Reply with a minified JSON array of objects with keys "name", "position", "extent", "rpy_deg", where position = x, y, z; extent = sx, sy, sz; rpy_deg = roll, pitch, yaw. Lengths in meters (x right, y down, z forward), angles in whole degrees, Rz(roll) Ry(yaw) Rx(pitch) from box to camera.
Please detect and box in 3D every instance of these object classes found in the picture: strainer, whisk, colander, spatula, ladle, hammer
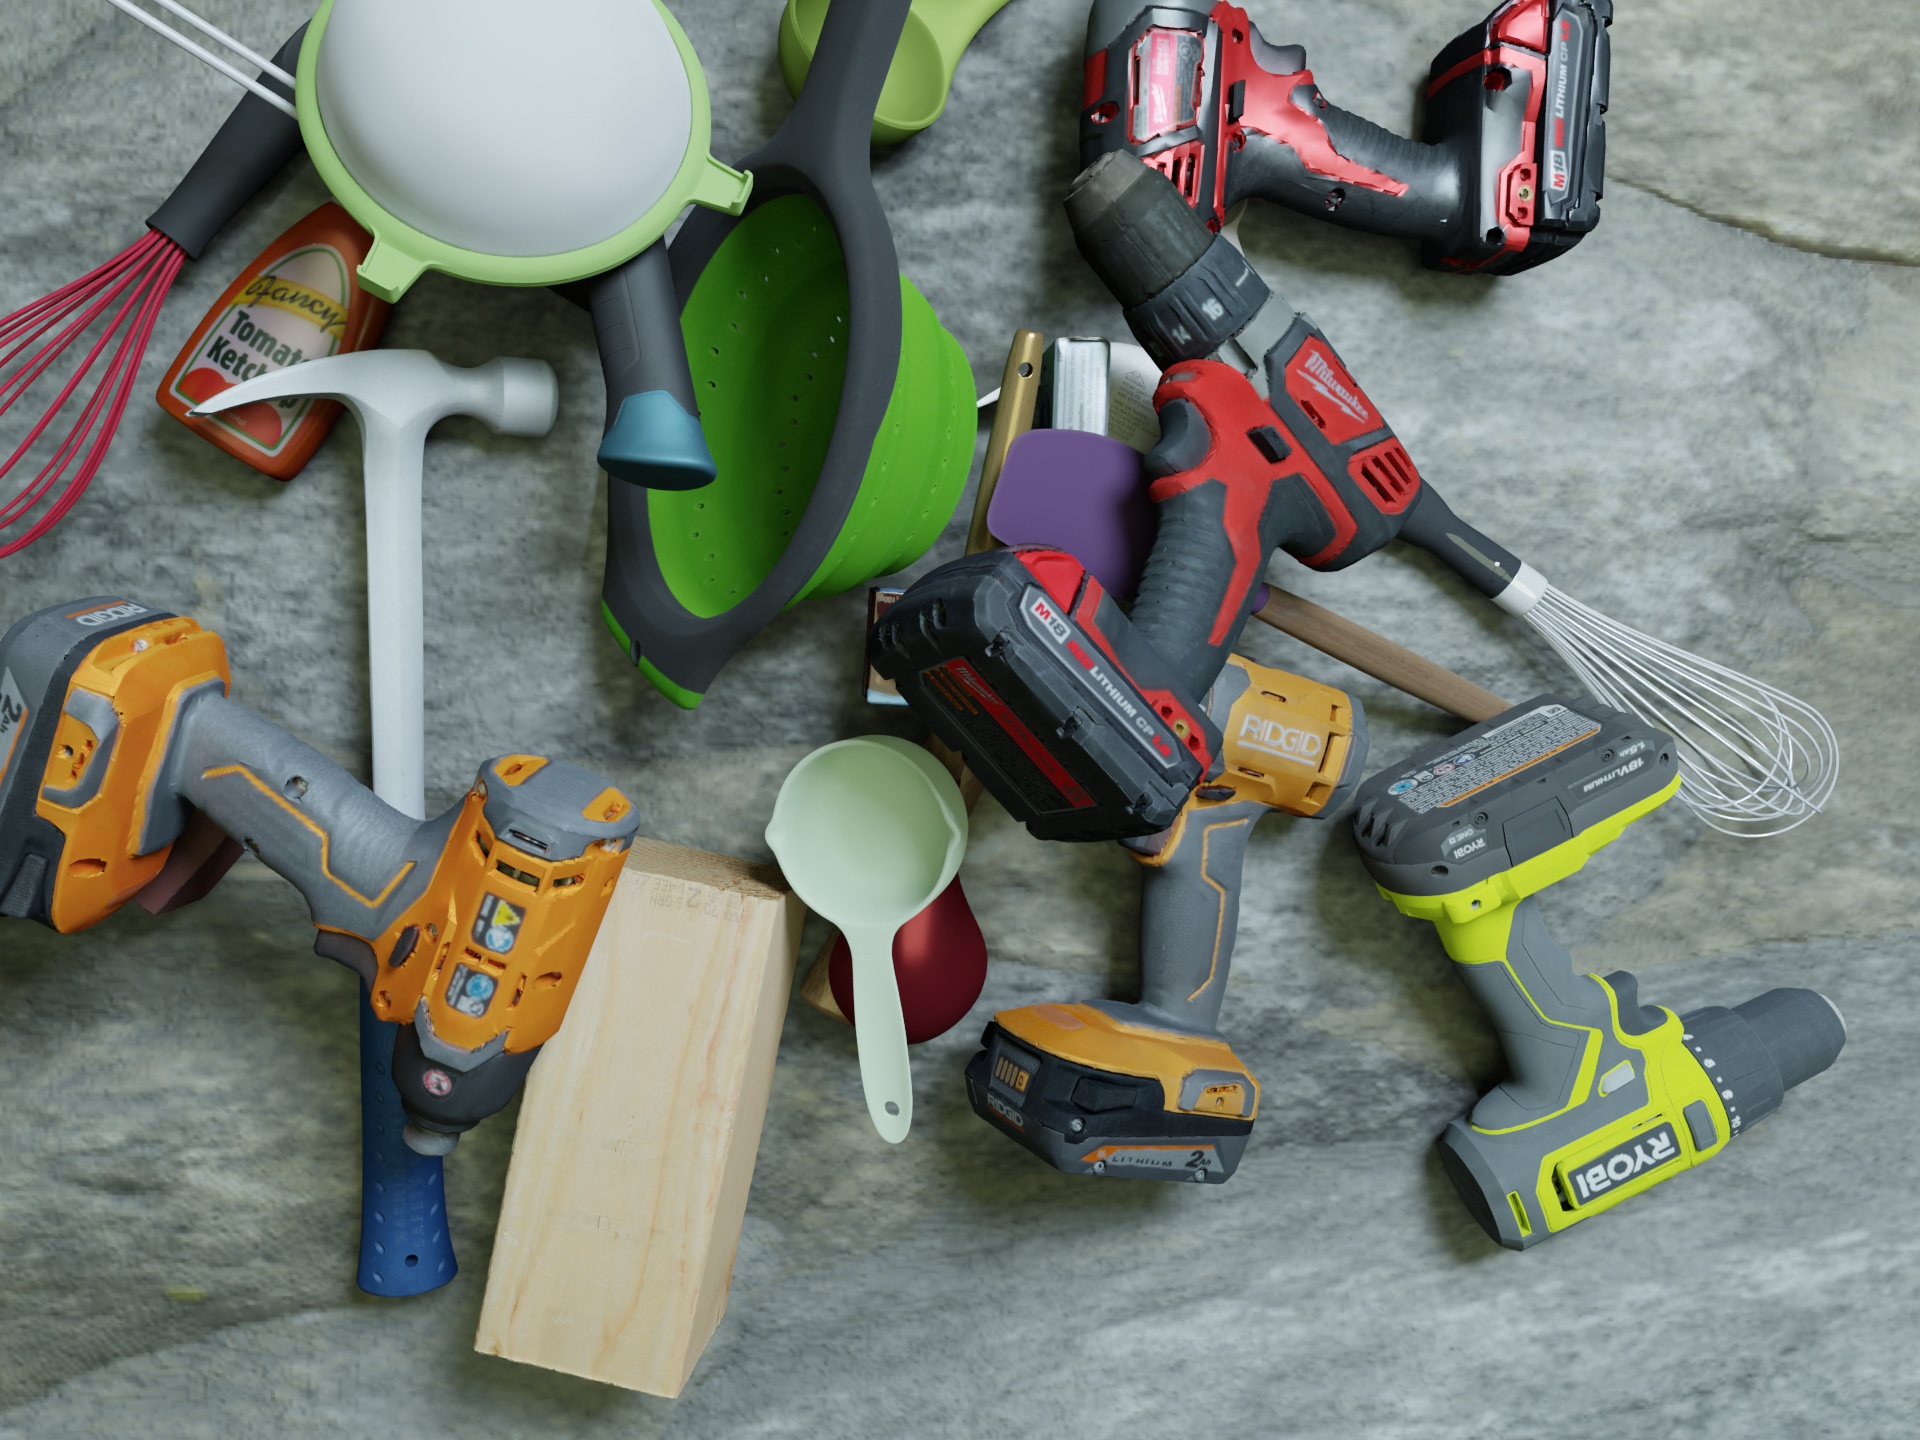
[{"name":"strainer","position":[-0.183,-0.288,0.579],"extent":[0.151,0.069,0.256],"rpy_deg":[-20,84,-18]},{"name":"whisk","position":[0.284,-0.043,0.733],"extent":[0.284,0.070,0.070],"rpy_deg":[36,90,-2]},{"name":"colander","position":[-0.031,-0.193,0.628],"extent":[0.094,0.205,0.397],"rpy_deg":[9,111,-37]},{"name":"spatula","position":[0.148,-0.045,0.685],"extent":[0.315,0.018,0.060],"rpy_deg":[23,85,-26]},{"name":"ladle","position":[-0.001,-0.002,0.659],"extent":[0.069,0.031,0.315],"rpy_deg":[8,105,-9]},{"name":"hammer","position":[-0.148,-0.246,0.641],"extent":[0.128,0.033,0.331],"rpy_deg":[-12,77,-4]},{"name":"hammer","position":[-0.246,0.047,0.679],"extent":[0.144,0.035,0.405],"rpy_deg":[-2,98,-30]},{"name":"ladle","position":[0.059,-0.354,0.691],"extent":[0.320,0.062,0.078],"rpy_deg":[-35,93,-5]},{"name":"hammer","position":[0.013,-0.017,0.718],"extent":[0.130,0.031,0.331],"rpy_deg":[27,91,-7]},{"name":"whisk","position":[-0.338,-0.183,0.654],"extent":[0.073,0.073,0.296],"rpy_deg":[36,79,-7]}]

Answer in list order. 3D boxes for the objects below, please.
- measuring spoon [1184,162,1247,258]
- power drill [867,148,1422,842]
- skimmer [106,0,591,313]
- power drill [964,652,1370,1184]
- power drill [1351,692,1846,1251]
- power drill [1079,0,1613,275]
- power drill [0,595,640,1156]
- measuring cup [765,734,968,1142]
[{"name":"measuring spoon","position":[0.123,-0.195,0.729],"extent":[0.034,0.018,0.124],"rpy_deg":[-17,102,-12]},{"name":"power drill","position":[0.064,-0.087,0.592],"extent":[0.187,0.080,0.227],"rpy_deg":[48,62,-16]},{"name":"skimmer","position":[-0.292,-0.251,0.609],"extent":[0.363,0.090,0.127],"rpy_deg":[28,78,-35]},{"name":"power drill","position":[0.073,0.073,0.677],"extent":[0.185,0.084,0.226],"rpy_deg":[16,91,-35]},{"name":"power drill","position":[0.289,0.109,0.720],"extent":[0.190,0.080,0.228],"rpy_deg":[-26,106,-2]},{"name":"power drill","position":[0.159,-0.266,0.684],"extent":[0.219,0.078,0.143],"rpy_deg":[1,93,-11]},{"name":"power drill","position":[-0.252,0.063,0.602],"extent":[0.226,0.084,0.164],"rpy_deg":[23,104,-1]},{"name":"measuring cup","position":[-0.030,0.087,0.648],"extent":[0.083,0.038,0.167],"rpy_deg":[-2,100,19]}]
